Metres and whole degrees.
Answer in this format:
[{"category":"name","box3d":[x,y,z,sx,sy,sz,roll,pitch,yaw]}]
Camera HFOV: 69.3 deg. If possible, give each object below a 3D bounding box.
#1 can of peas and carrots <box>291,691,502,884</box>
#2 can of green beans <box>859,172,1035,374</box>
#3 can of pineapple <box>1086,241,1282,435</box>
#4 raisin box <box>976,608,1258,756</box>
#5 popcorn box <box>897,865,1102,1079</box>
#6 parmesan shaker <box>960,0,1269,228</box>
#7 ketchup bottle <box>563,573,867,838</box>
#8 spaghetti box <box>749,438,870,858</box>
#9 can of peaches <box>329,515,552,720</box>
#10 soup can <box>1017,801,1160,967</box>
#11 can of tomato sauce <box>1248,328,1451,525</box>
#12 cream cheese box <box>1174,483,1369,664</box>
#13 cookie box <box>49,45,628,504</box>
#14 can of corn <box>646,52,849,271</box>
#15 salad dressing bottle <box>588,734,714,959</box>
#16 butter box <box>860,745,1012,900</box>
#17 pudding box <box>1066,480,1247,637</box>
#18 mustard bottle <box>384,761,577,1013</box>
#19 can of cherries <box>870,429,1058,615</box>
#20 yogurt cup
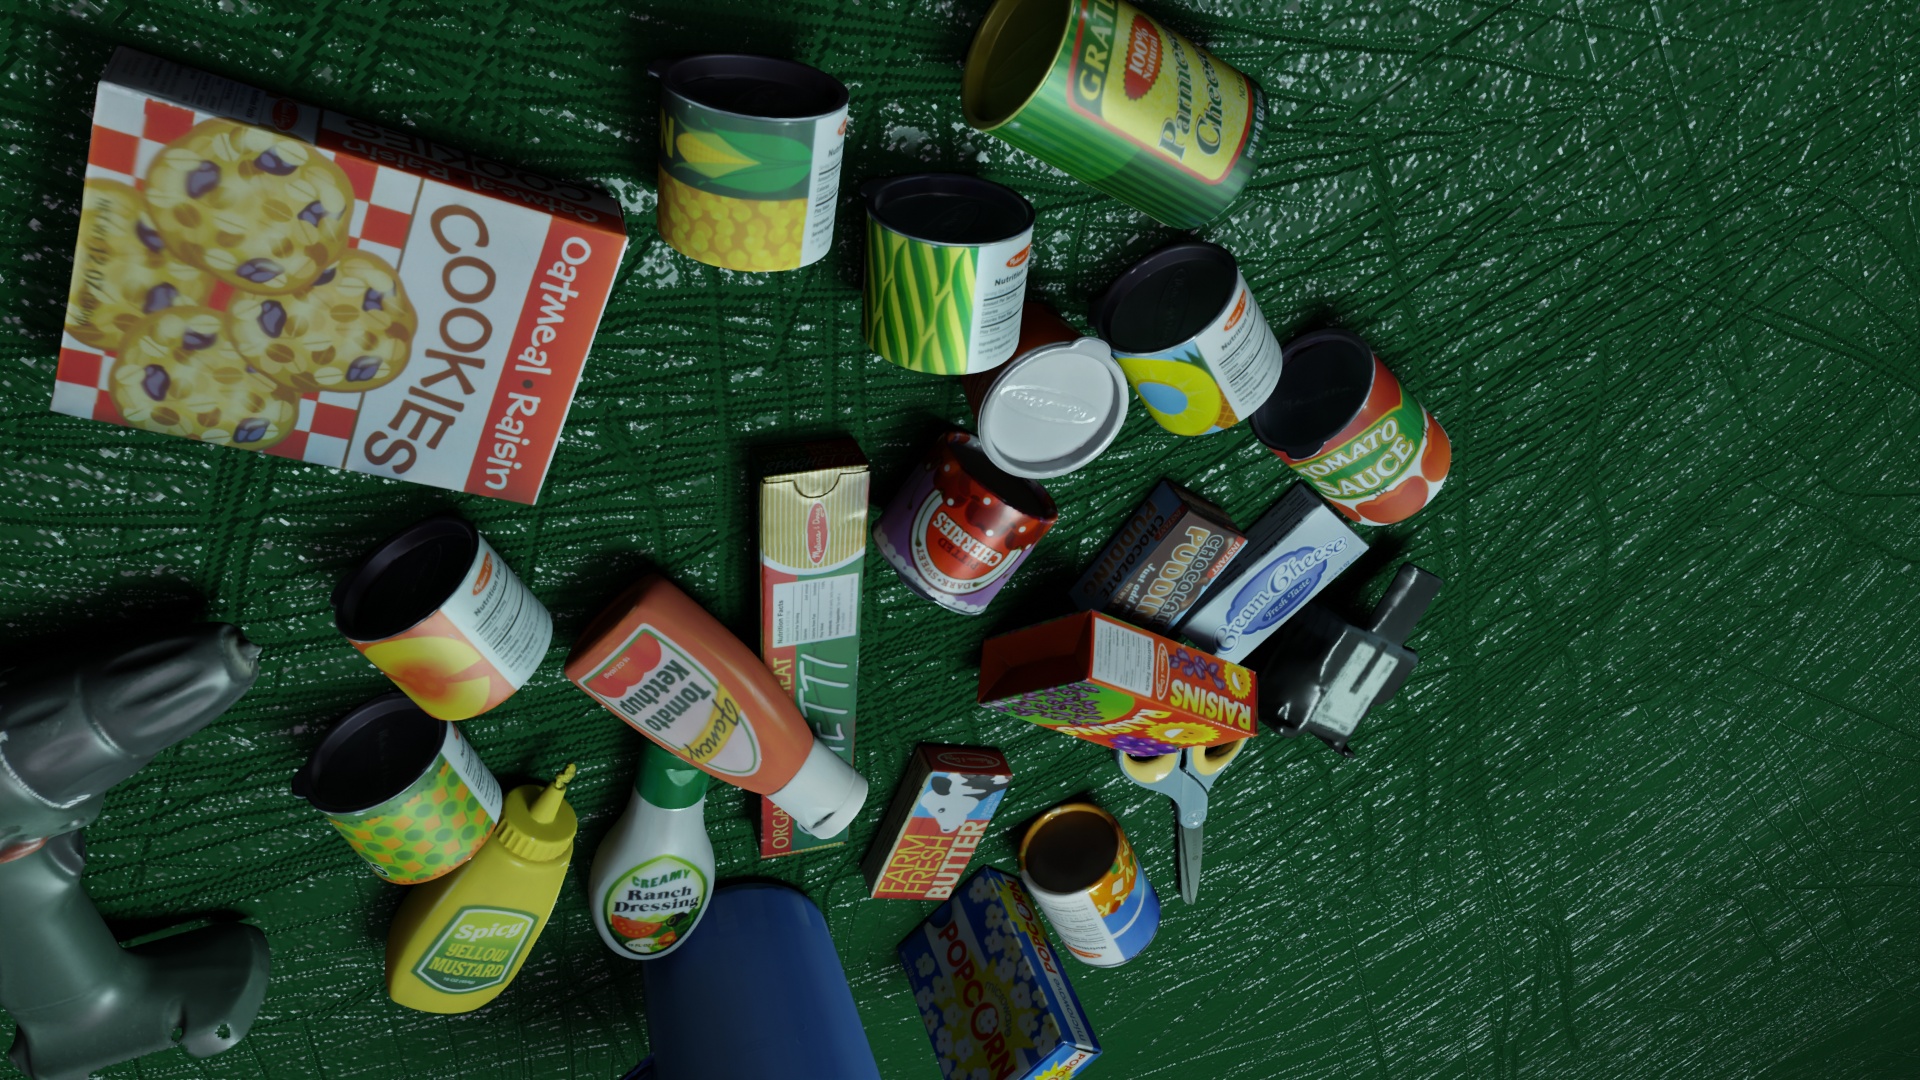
[{"category":"can of peas and carrots","box3d":[-0.252,0.113,0.626,0.071,0.071,0.058,-22,132,-5]},{"category":"can of green beans","box3d":[-0.006,-0.107,0.555,0.071,0.071,0.057,-7,129,-17]},{"category":"can of pineapple","box3d":[0.100,-0.089,0.615,0.071,0.071,0.057,-35,131,6]},{"category":"raisin box","box3d":[0.083,0.078,0.727,0.123,0.040,0.086,21,153,-34]},{"category":"popcorn box","box3d":[0.020,0.271,0.822,0.038,0.127,0.085,30,111,-40]},{"category":"parmesan shaker","box3d":[0.061,-0.172,0.535,0.103,0.071,0.071,17,118,-32]},{"category":"ketchup bottle","box3d":[-0.108,0.082,0.646,0.064,0.044,0.148,-38,112,24]},{"category":"spaghetti box","box3d":[-0.077,0.062,0.683,0.050,0.029,0.248,-7,128,-17]},{"category":"can of peaches","box3d":[-0.216,0.033,0.581,0.071,0.071,0.057,-28,132,1]},{"category":"soup can","box3d":[0.079,0.204,0.836,0.071,0.071,0.083,-27,131,0]},{"category":"can of tomato sauce","box3d":[0.191,-0.052,0.676,0.071,0.071,0.083,-45,130,15]},{"category":"cream cheese box","box3d":[0.165,0.020,0.753,0.103,0.024,0.053,-44,128,14]},{"category":"cookie box","box3d":[-0.220,-0.087,0.502,0.167,0.040,0.122,12,121,-28]},{"category":"can of corn","box3d":[-0.079,-0.138,0.503,0.071,0.071,0.058,-3,127,-20]},{"category":"salad dressing bottle","box3d":[-0.154,0.150,0.711,0.064,0.044,0.146,2,125,-22]},{"category":"butter box","box3d":[-0.015,0.161,0.790,0.053,0.024,0.103,8,122,-27]},{"category":"pudding box","box3d":[0.101,0.015,0.719,0.049,0.030,0.083,24,115,-36]},{"category":"mustard bottle","box3d":[-0.231,0.169,0.690,0.065,0.049,0.159,19,117,-34]},{"category":"can of cherries","box3d":[0.002,-0.008,0.633,0.071,0.072,0.058,25,114,-35]},{"category":"yogurt cup","box3d":[0.033,-0.069,0.609,0.072,0.054,0.072,-11,129,-14]}]
